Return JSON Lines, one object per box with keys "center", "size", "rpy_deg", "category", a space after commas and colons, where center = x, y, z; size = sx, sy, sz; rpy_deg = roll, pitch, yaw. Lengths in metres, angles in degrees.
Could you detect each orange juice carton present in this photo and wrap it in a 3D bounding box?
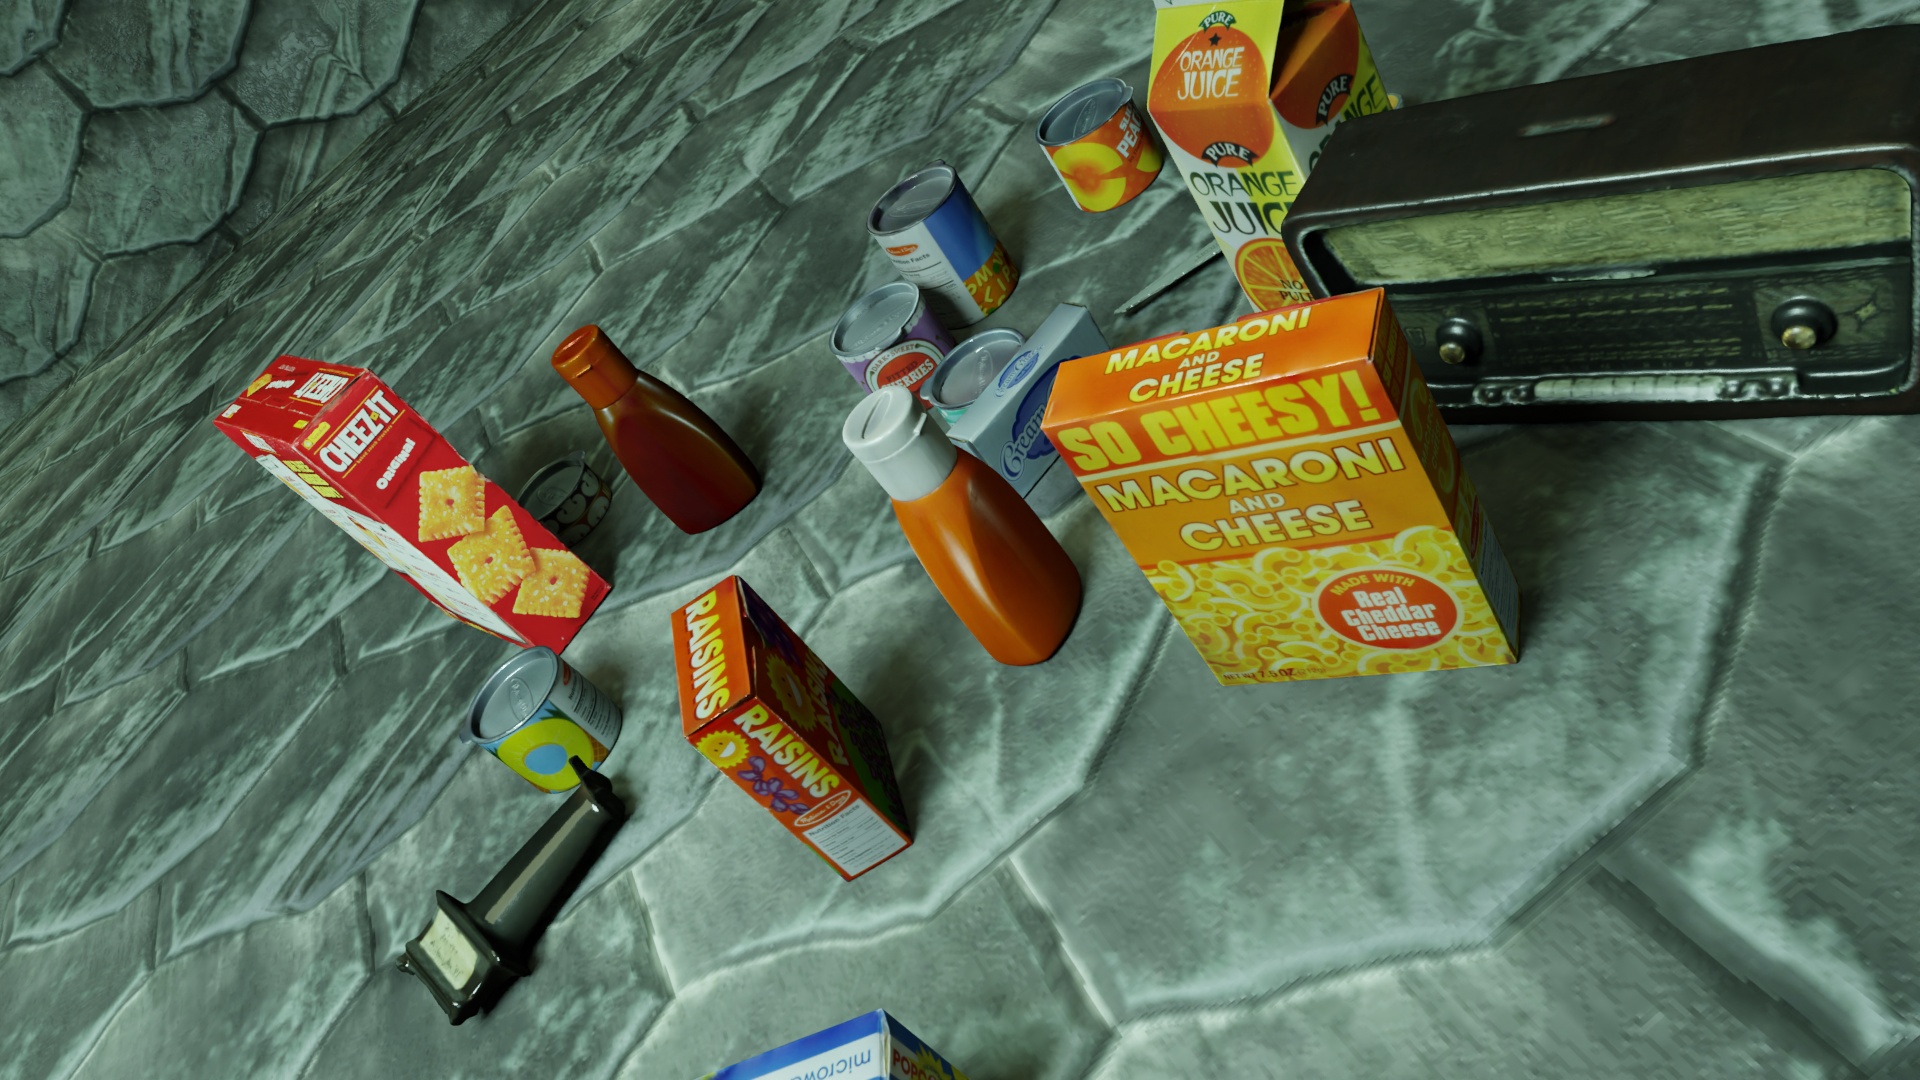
{"center": [0.156, -0.186, 0.659], "size": [0.072, 0.192, 0.073], "rpy_deg": [16, 62, 48], "category": "orange juice carton"}

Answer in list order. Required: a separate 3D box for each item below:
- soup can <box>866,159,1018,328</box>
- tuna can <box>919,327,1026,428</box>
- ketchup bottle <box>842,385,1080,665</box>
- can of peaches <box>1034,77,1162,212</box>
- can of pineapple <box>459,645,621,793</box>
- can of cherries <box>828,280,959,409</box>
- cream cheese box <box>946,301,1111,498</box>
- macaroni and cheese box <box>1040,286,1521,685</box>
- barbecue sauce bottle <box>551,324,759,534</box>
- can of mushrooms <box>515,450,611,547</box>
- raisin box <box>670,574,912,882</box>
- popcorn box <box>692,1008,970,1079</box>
{"center": [-0.009, -0.190, 0.896], "size": [0.071, 0.083, 0.072], "rpy_deg": [-23, 39, 20], "category": "soup can"}
{"center": [0.015, -0.089, 0.810], "size": [0.071, 0.032, 0.071], "rpy_deg": [-23, 39, 20], "category": "tuna can"}
{"center": [0.002, -0.008, 0.636], "size": [0.043, 0.148, 0.065], "rpy_deg": [-7, 47, 36], "category": "ketchup bottle"}
{"center": [0.093, -0.257, 0.902], "size": [0.071, 0.058, 0.071], "rpy_deg": [-23, 39, 20], "category": "can of peaches"}
{"center": [-0.240, 0.104, 0.799], "size": [0.071, 0.057, 0.071], "rpy_deg": [-23, 39, 20], "category": "can of pineapple"}
{"center": [-0.038, -0.117, 0.863], "size": [0.071, 0.058, 0.072], "rpy_deg": [-23, 39, 20], "category": "can of cherries"}
{"center": [0.043, -0.074, 0.753], "size": [0.104, 0.053, 0.024], "rpy_deg": [-50, 37, -15], "category": "cream cheese box"}
{"center": [0.124, -0.011, 0.522], "size": [0.123, 0.166, 0.040], "rpy_deg": [-9, 45, 34], "category": "macaroni and cheese box"}
{"center": [-0.192, -0.070, 0.868], "size": [0.065, 0.148, 0.044], "rpy_deg": [-31, 37, 11], "category": "barbecue sauce bottle"}
{"center": [-0.285, -0.028, 0.999], "size": [0.071, 0.033, 0.071], "rpy_deg": [-23, 39, 20], "category": "can of mushrooms"}
{"center": [-0.076, 0.085, 0.625], "size": [0.040, 0.123, 0.086], "rpy_deg": [-32, 37, 9], "category": "raisin box"}
{"center": [-0.057, 0.221, 0.496], "size": [0.126, 0.085, 0.038], "rpy_deg": [-26, 38, 17], "category": "popcorn box"}
